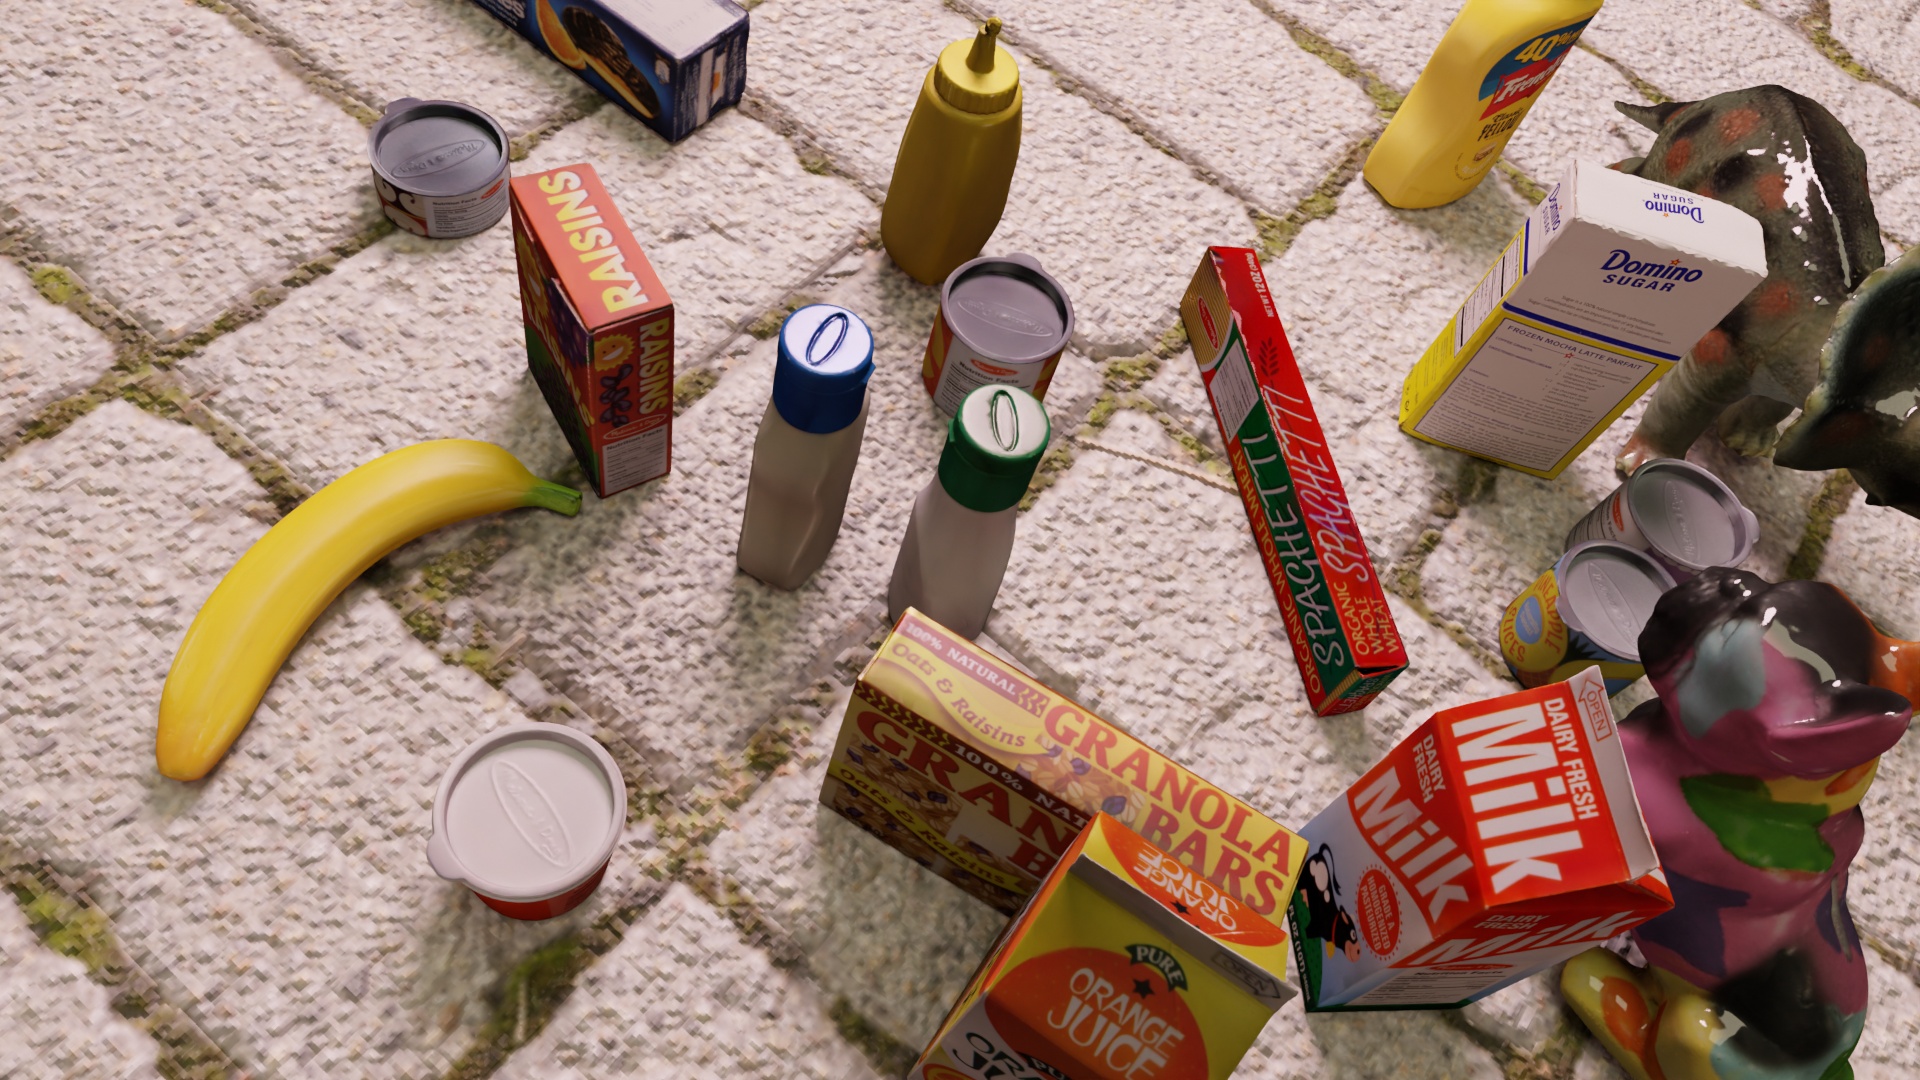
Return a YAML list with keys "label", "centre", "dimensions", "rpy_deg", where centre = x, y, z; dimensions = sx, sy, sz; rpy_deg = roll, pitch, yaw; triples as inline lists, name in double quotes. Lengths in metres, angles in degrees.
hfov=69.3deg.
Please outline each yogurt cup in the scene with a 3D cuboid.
- label: "yogurt cup"
  centre: [-0.161, 0.109, 0.524]
  dimensions: [0.072, 0.053, 0.073]
  rpy_deg: [6, 58, -10]

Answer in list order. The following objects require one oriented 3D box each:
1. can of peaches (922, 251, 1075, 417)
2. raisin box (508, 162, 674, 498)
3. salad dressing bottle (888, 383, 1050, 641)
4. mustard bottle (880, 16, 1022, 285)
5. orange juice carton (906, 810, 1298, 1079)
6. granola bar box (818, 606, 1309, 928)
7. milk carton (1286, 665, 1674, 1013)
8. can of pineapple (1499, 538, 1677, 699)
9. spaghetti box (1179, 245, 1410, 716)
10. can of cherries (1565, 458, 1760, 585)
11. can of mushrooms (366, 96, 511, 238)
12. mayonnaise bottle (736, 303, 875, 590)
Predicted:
- label: "can of peaches"
  centre: [0.018, -0.099, 0.691]
  dimensions: [0.071, 0.057, 0.071]
  rpy_deg: [6, 58, -10]
- label: "raisin box"
  centre: [-0.160, -0.089, 0.604]
  dimensions: [0.040, 0.122, 0.086]
  rpy_deg: [-22, 66, -24]
- label: "salad dressing bottle"
  centre: [0.002, -0.007, 0.578]
  dimensions: [0.044, 0.147, 0.064]
  rpy_deg: [3, 59, -11]
- label: "mustard bottle"
  centre: [0.000, -0.197, 0.686]
  dimensions: [0.049, 0.159, 0.065]
  rpy_deg: [40, 59, 12]
- label: "orange juice carton"
  centre: [0.044, 0.153, 0.462]
  dimensions: [0.072, 0.191, 0.073]
  rpy_deg: [33, 58, 8]
- label: "granola bar box"
  centre: [0.032, 0.106, 0.529]
  dimensions: [0.165, 0.123, 0.039]
  rpy_deg: [30, 58, 6]
- label: "milk carton"
  centre: [0.193, 0.119, 0.519]
  dimensions: [0.073, 0.189, 0.072]
  rpy_deg: [3, 59, -11]
- label: "can of pineapple"
  centre: [0.303, 0.041, 0.671]
  dimensions: [0.071, 0.057, 0.071]
  rpy_deg: [6, 58, -10]
- label: "spaghetti box"
  centre: [0.160, -0.036, 0.690]
  dimensions: [0.029, 0.050, 0.251]
  rpy_deg: [-4, 60, -15]
- label: "can of cherries"
  centre: [0.356, 0.002, 0.707]
  dimensions: [0.071, 0.058, 0.072]
  rpy_deg: [6, 58, -10]
- label: "can of mushrooms"
  centre: [-0.260, -0.187, 0.694]
  dimensions: [0.071, 0.033, 0.071]
  rpy_deg: [6, 58, -10]
- label: "mayonnaise bottle"
  centre: [-0.064, -0.039, 0.581]
  dimensions: [0.041, 0.147, 0.065]
  rpy_deg: [25, 57, 2]
